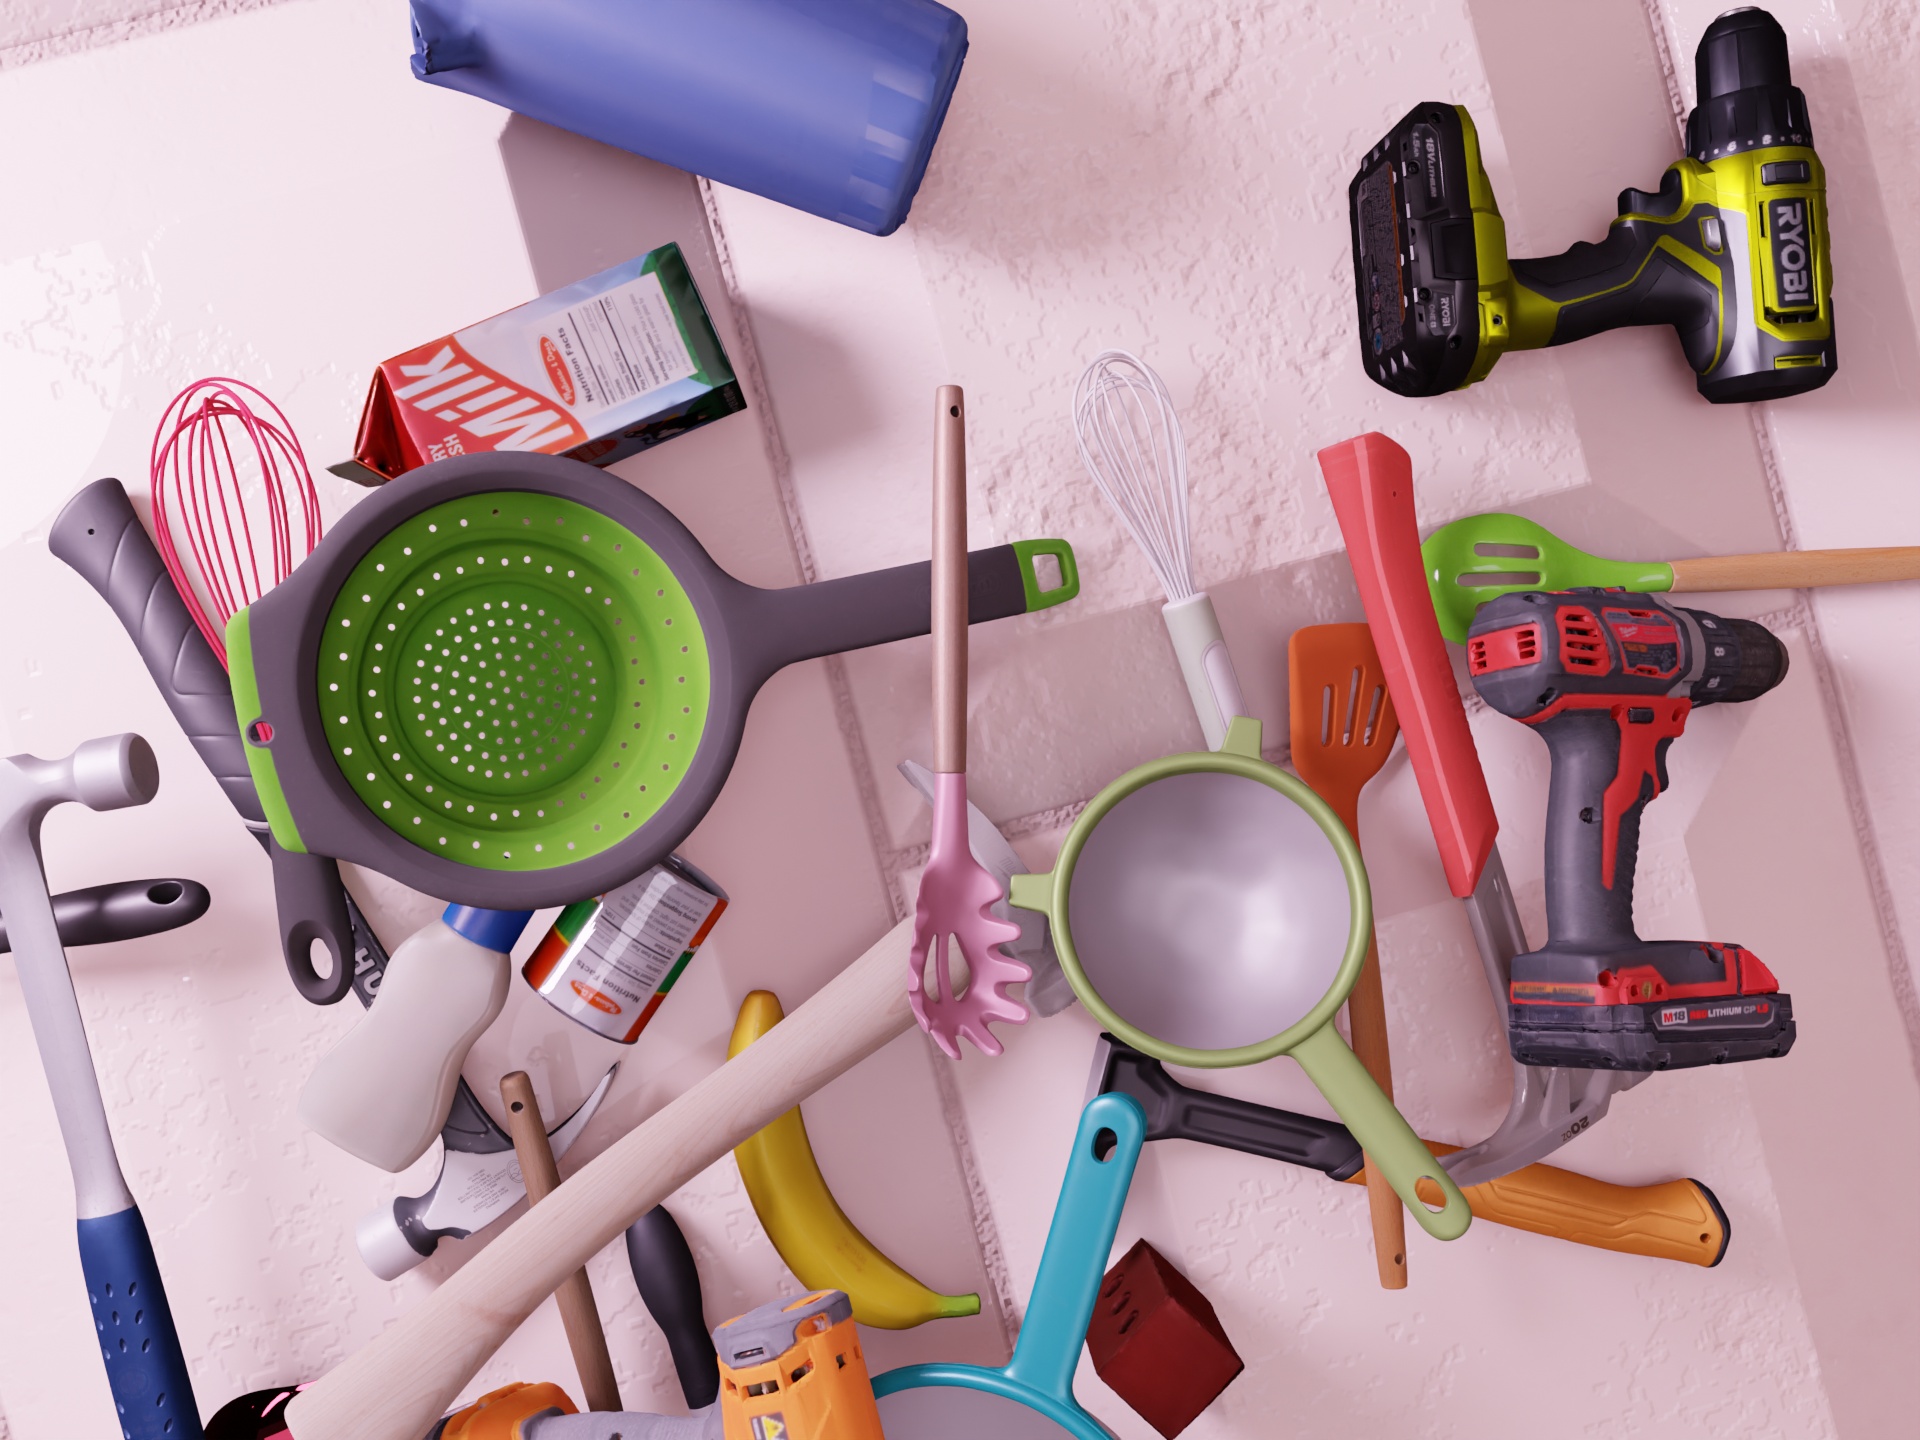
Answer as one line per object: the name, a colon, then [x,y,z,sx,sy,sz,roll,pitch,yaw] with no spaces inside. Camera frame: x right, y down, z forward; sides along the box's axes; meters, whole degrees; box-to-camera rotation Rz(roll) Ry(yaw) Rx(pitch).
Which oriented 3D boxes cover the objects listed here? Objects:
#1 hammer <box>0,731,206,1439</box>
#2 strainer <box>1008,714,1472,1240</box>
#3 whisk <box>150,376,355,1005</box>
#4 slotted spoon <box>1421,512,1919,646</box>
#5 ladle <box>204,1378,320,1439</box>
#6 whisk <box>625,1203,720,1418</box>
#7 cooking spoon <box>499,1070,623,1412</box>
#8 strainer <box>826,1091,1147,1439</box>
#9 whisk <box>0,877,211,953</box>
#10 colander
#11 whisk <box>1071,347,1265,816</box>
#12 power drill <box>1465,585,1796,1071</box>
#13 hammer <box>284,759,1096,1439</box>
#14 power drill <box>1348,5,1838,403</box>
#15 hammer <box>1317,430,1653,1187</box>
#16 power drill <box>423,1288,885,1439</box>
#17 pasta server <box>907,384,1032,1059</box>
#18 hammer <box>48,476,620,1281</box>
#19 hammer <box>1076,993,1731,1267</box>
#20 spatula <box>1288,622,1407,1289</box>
hammer: [-0.402,0.216,0.733,0.144,0.035,0.405,-11,96,-2]
strainer: [0.151,0.135,0.763,0.151,0.069,0.256,-36,76,-5]
whisk: [-0.320,-0.011,0.740,0.073,0.073,0.296,-8,96,-3]
slotted spoon: [0.389,-0.077,0.819,0.313,0.031,0.070,-3,90,-4]
ladle: [-0.252,0.292,0.791,0.315,0.031,0.069,-39,92,-4]
whisk: [-0.109,0.373,0.786,0.070,0.070,0.284,-20,87,-3]
cooking spoon: [-0.179,0.322,0.781,0.068,0.017,0.319,-13,99,-2]
strainer: [0.037,0.329,0.724,0.211,0.095,0.340,16,91,23]
whisk: [-0.473,0.105,0.756,0.239,0.055,0.055,-10,91,3]
colander: [-0.134,-0.034,0.772,0.397,0.094,0.204,-13,93,-21]
whisk: [0.111,-0.067,0.797,0.058,0.059,0.246,-23,96,-30]
power drill: [0.337,0.048,0.768,0.187,0.080,0.227,1,81,-27]
hammer: [-0.132,0.187,0.746,0.410,0.038,0.146,-36,91,-15]
power drill: [0.318,-0.251,0.790,0.228,0.080,0.190,-5,91,-5]
hammer: [0.235,0.037,0.779,0.149,0.037,0.359,-19,93,-26]
power drill: [-0.128,0.358,0.700,0.226,0.084,0.164,-22,76,20]
pasta server: [-0.001,-0.002,0.751,0.060,0.040,0.316,1,88,-28]
hammer: [-0.321,0.063,0.781,0.149,0.036,0.409,-31,92,-3]
hammer: [0.225,0.235,0.809,0.337,0.034,0.127,13,89,-3]
spatula: [0.203,0.113,0.786,0.081,0.041,0.323,0,79,-21]
